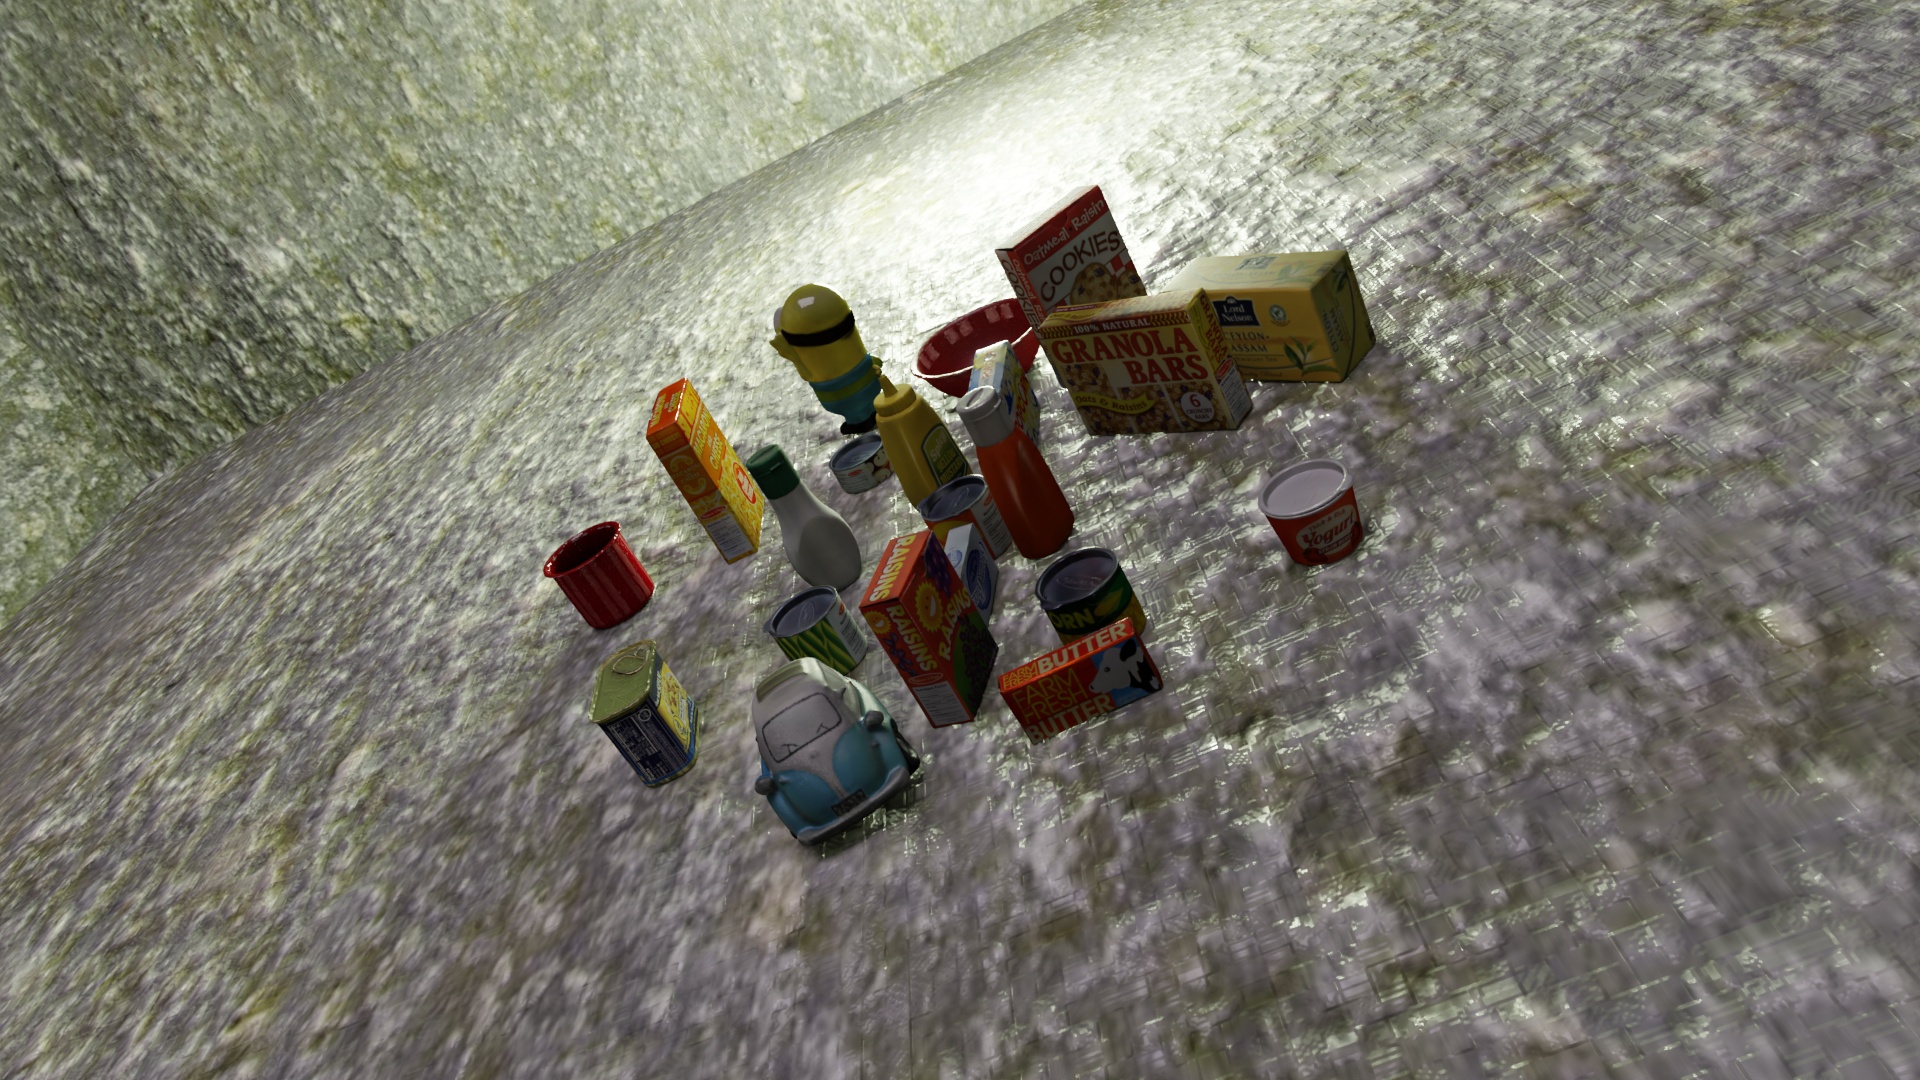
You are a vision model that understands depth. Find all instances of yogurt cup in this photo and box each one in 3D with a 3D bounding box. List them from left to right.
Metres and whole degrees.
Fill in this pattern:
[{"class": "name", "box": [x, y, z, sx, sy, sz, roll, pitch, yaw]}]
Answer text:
[{"class": "yogurt cup", "box": [0.254, -0.019, 0.997, 0.072, 0.053, 0.073, -23, 28, 13]}]

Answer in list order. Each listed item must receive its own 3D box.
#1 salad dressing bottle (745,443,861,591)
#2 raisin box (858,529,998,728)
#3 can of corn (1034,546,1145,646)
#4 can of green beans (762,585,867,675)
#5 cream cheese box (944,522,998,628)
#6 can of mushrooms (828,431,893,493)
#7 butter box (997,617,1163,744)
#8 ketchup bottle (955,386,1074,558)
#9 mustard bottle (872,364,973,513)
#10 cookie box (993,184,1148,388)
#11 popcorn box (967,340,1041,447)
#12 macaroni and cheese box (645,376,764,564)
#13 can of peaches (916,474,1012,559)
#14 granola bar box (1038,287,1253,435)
[{"class": "salad dressing bottle", "box": [-0.144, -0.020, 1.275, 0.064, 0.147, 0.044, -38, 28, -16]}, {"class": "raisin box", "box": [-0.021, 0.066, 1.039, 0.040, 0.123, 0.086, -14, 31, 27]}, {"class": "can of corn", "box": [0.095, 0.049, 1.028, 0.071, 0.058, 0.071, -23, 28, 13]}, {"class": "can of green beans", "box": [-0.120, 0.081, 1.179, 0.071, 0.057, 0.071, -23, 28, 13]}, {"class": "cream cheese box", "box": [0.006, 0.036, 1.141, 0.024, 0.053, 0.104, -19, 29, 19]}, {"class": "can of mushrooms", "box": [-0.101, -0.083, 1.465, 0.071, 0.033, 0.071, -23, 28, 13]}, {"class": "butter box", "box": [0.083, 0.098, 0.962, 0.103, 0.053, 0.024, -25, 27, 8]}, {"class": "ketchup bottle", "box": [0.045, -0.059, 1.160, 0.043, 0.148, 0.065, -8, 34, 36]}, {"class": "mustard bottle", "box": [-0.042, -0.095, 1.291, 0.049, 0.159, 0.066, -4, 37, 40]}, {"class": "cookie box", "box": [0.121, -0.255, 1.401, 0.123, 0.167, 0.040, -41, 29, -21]}, {"class": "popcorn box", "box": [0.043, -0.128, 1.350, 0.038, 0.085, 0.127, -20, 29, 18]}, {"class": "macaroni and cheese box", "box": [-0.267, -0.074, 1.463, 0.040, 0.166, 0.124, -25, 27, 8]}, {"class": "can of peaches", "box": [0.004, -0.015, 1.224, 0.071, 0.058, 0.071, -23, 28, 13]}, {"class": "granola bar box", "box": [0.164, -0.156, 1.239, 0.165, 0.123, 0.039, 1, 40, 45]}]
